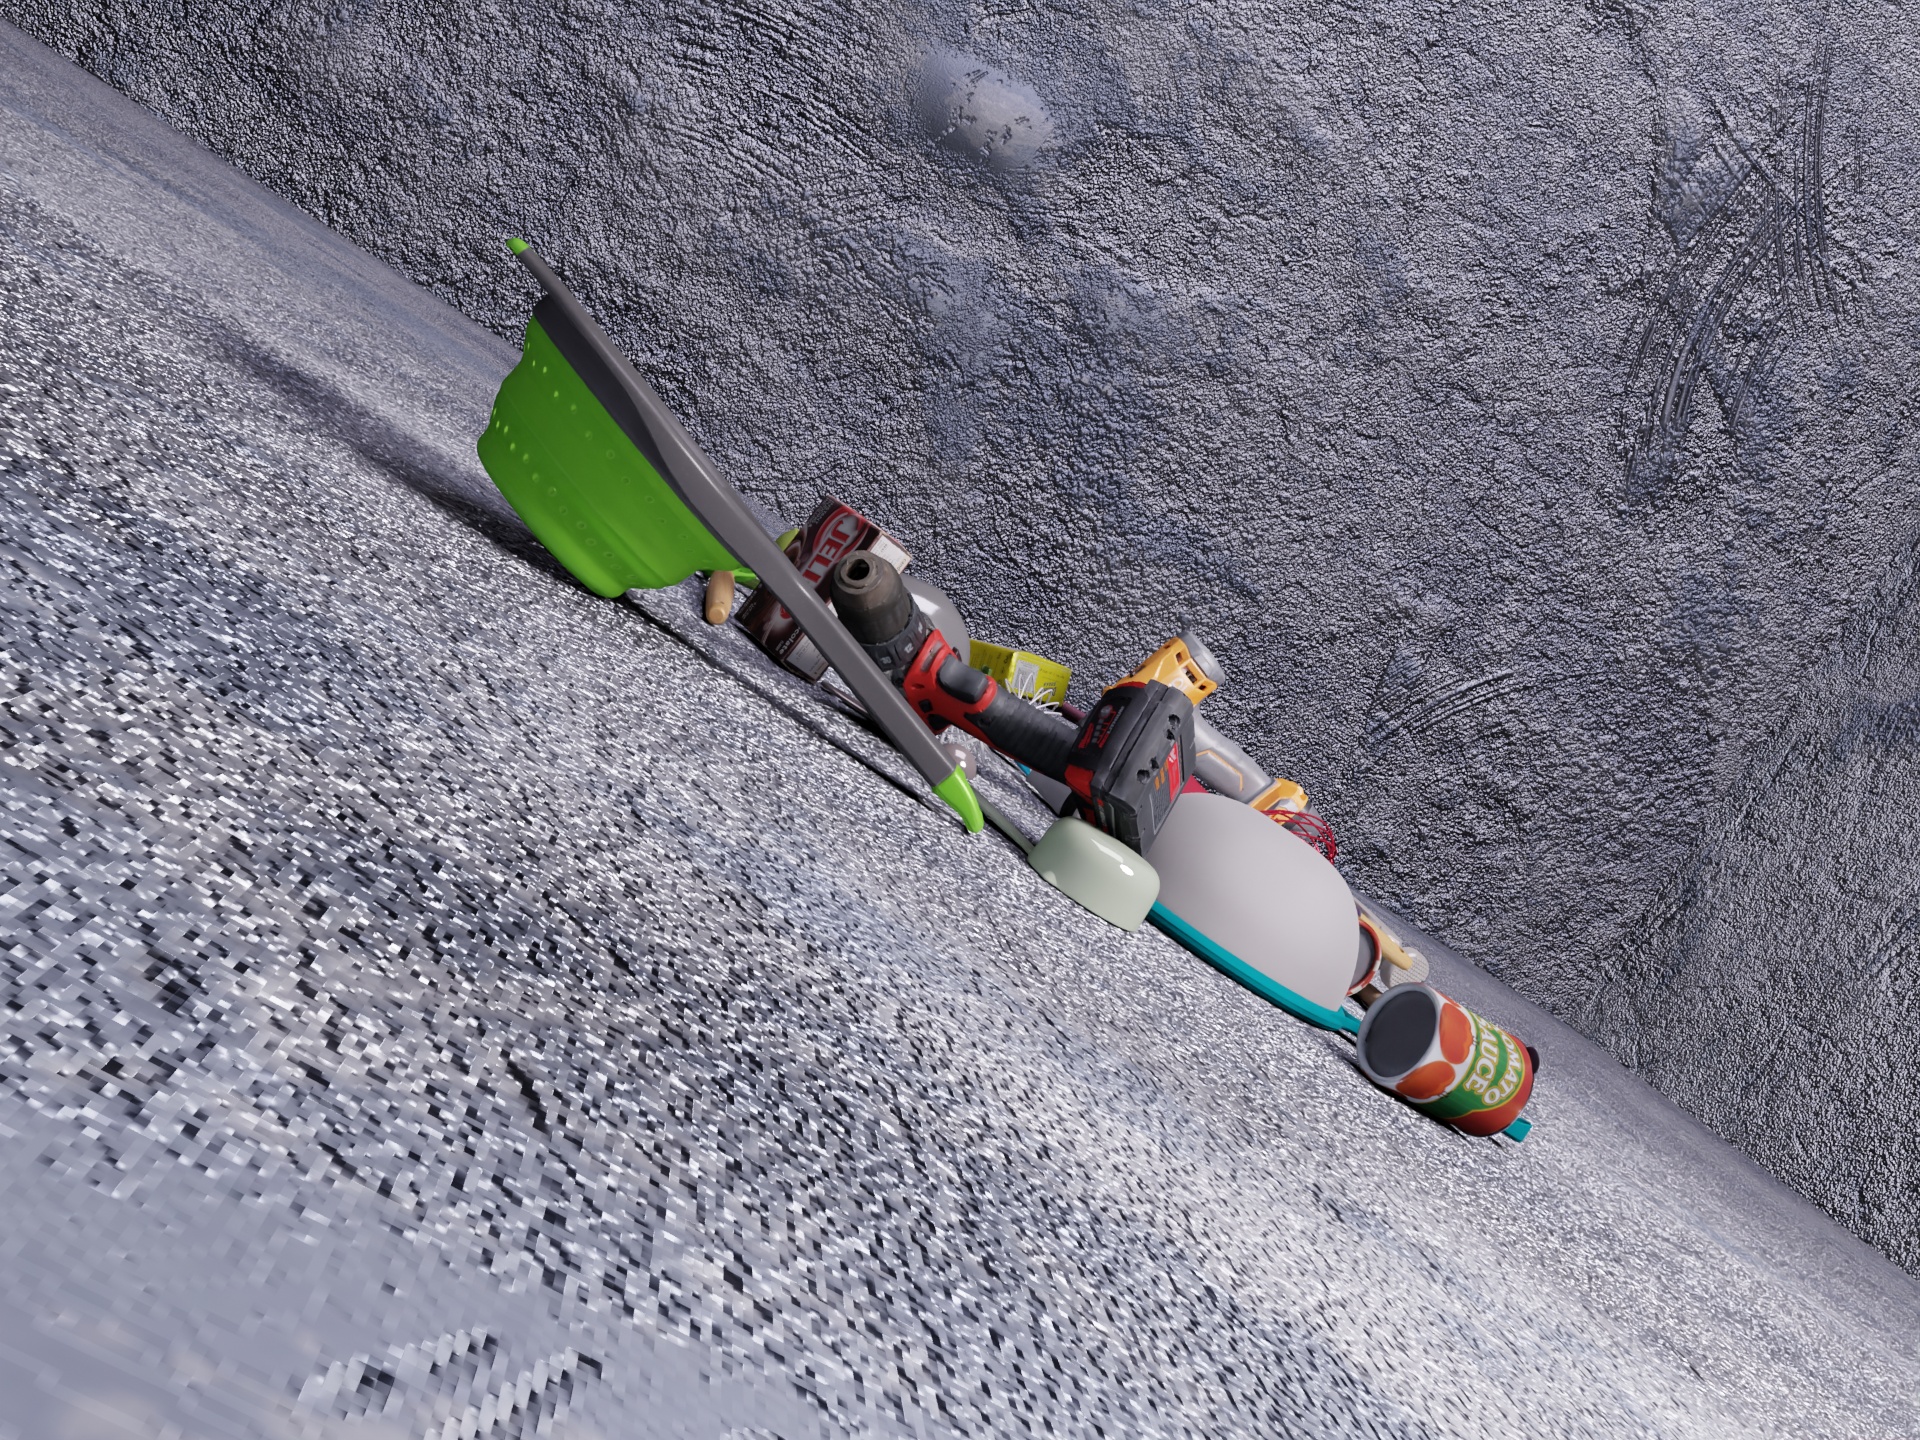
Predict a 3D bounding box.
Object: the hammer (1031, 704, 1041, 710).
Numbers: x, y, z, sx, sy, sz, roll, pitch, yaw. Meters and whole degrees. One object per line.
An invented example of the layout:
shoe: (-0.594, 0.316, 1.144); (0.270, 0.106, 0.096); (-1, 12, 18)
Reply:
hammer: (0.188, 0.091, 1.587); (0.386, 0.038, 0.143); (35, 6, 19)

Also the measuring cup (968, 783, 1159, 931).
measuring cup: (0.053, 0.064, 0.949); (0.168, 0.038, 0.083); (40, 8, 39)

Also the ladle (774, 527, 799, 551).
ladle: (-0.055, -0.073, 1.537); (0.320, 0.062, 0.078); (36, 1, 1)

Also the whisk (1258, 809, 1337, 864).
whisk: (0.232, 0.090, 1.359); (0.295, 0.073, 0.073); (21, 11, -41)

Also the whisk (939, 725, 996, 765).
whisk: (-0.002, -0.004, 1.279); (0.246, 0.059, 0.057); (-142, -149, -79)

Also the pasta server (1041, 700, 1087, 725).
pasta server: (0.082, -0.016, 1.618); (0.316, 0.040, 0.060); (33, 6, 36)

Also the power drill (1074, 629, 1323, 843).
power drill: (0.205, 0.056, 1.482); (0.226, 0.185, 0.084); (52, 0, -9)

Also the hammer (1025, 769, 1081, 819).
hammer: (0.202, 0.128, 1.329); (0.336, 0.034, 0.127); (31, 6, -23)

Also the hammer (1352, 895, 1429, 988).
hammer: (0.197, 0.092, 1.255); (0.410, 0.038, 0.146); (31, 9, -27)

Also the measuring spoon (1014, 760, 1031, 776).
measuring spoon: (0.029, 0.020, 1.411); (0.042, 0.021, 0.129); (39, 8, -42)

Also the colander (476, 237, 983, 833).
colander: (-0.140, -0.072, 0.869); (0.397, 0.094, 0.204); (51, 0, -6)

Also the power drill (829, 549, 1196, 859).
power drill: (0.024, -0.015, 0.967); (0.227, 0.080, 0.187); (25, -19, 20)

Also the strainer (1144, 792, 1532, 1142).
strainer: (0.243, 0.144, 1.058); (0.340, 0.095, 0.211); (33, 4, 16)

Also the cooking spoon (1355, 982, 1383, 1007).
cooking spoon: (0.340, 0.235, 1.212); (0.319, 0.017, 0.069); (-99, 163, -86)

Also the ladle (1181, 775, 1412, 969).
ladle: (0.226, 0.095, 1.190); (0.315, 0.031, 0.069); (38, 26, -14)

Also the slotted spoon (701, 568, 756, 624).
slotted spoon: (-0.180, -0.103, 1.184); (0.070, 0.031, 0.314); (15, 11, -11)

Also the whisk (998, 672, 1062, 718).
whisk: (0.064, 0.002, 1.409); (0.070, 0.070, 0.284); (34, 1, 9)

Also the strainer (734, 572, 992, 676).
strainer: (-0.094, -0.105, 1.312); (0.256, 0.069, 0.151); (25, 10, 21)

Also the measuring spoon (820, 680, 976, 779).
measuring spoon: (-0.040, 0.002, 1.089); (0.124, 0.018, 0.034); (32, 5, -6)
